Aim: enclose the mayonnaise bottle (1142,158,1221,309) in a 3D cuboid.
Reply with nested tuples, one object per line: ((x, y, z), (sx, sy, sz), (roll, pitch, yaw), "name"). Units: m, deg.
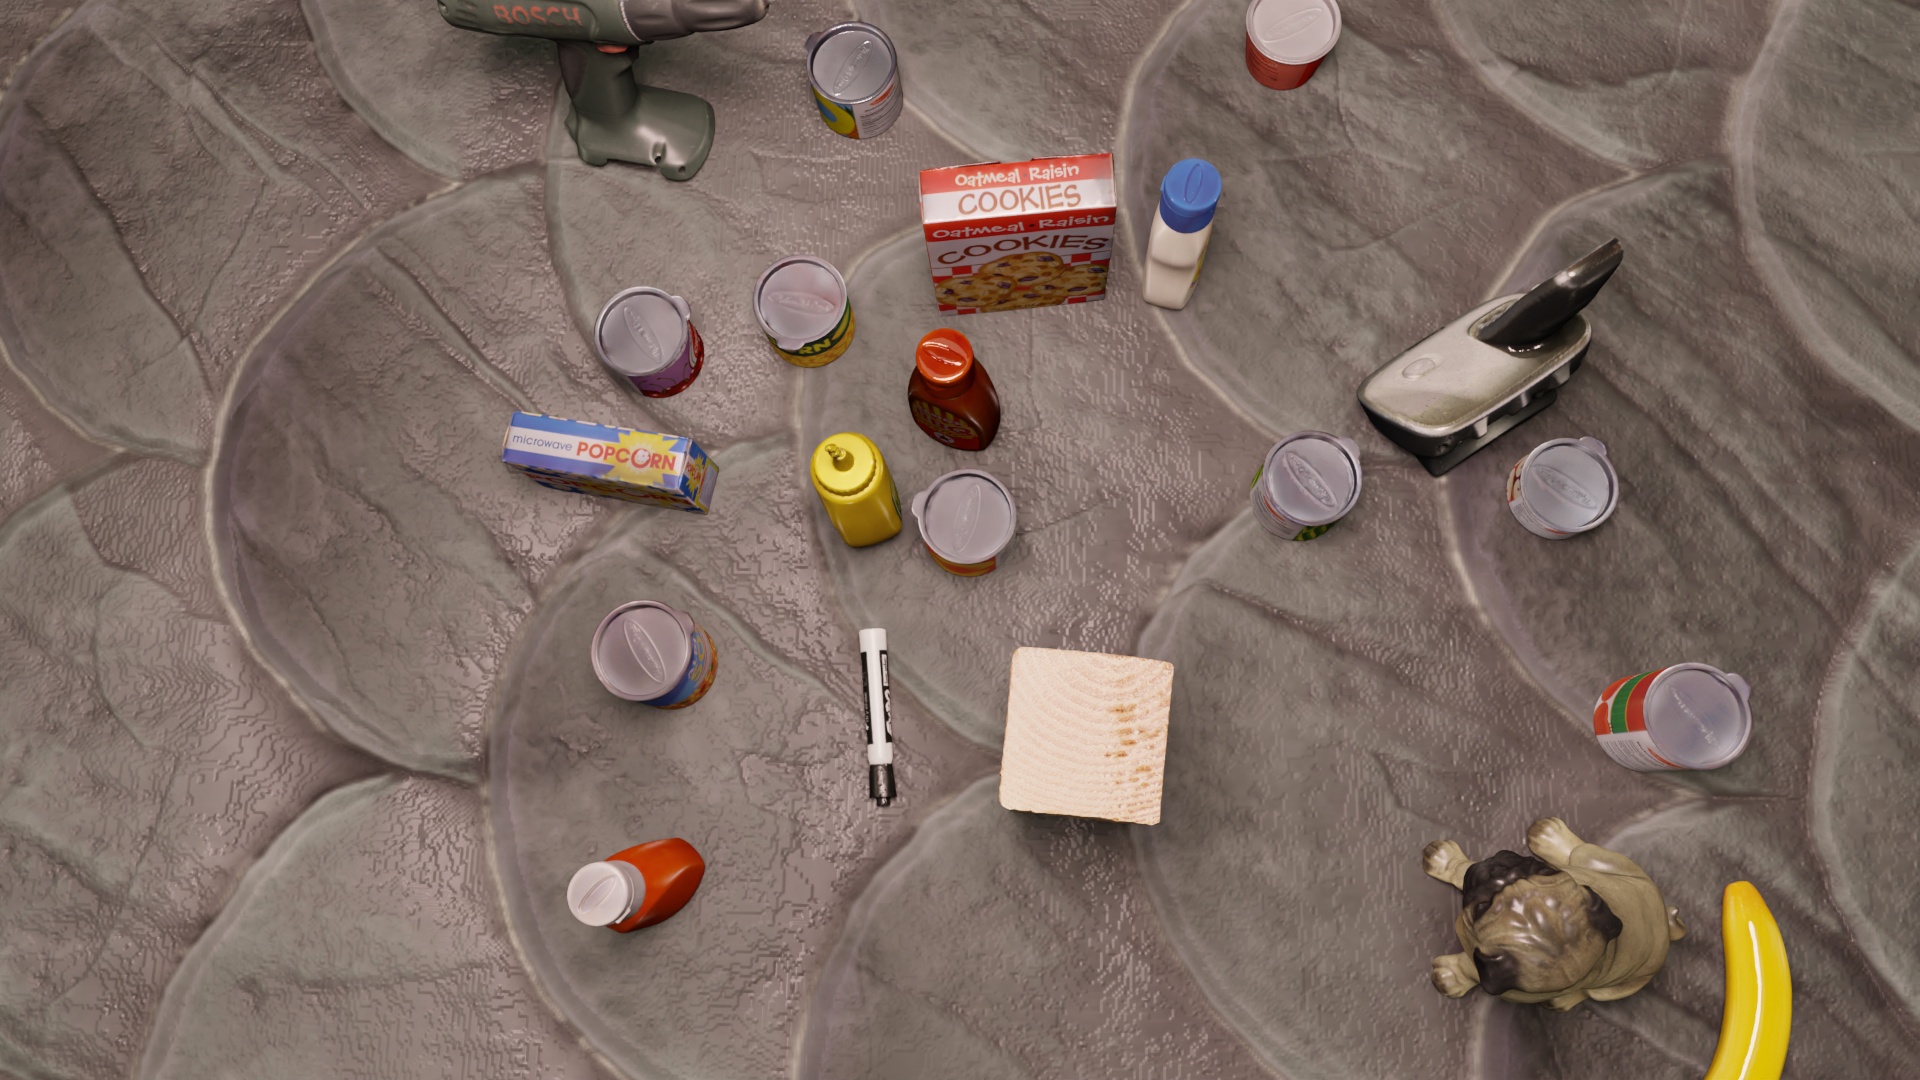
((0.151, -0.211, 0.948), (0.041, 0.148, 0.065), (16, 80, 6), "mayonnaise bottle")

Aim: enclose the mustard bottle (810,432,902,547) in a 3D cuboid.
((-0.070, -0.038, 0.917), (0.049, 0.160, 0.065), (-18, 79, -1), "mustard bottle")

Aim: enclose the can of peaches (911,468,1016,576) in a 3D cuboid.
((0.003, -0.012, 0.960), (0.071, 0.058, 0.071), (-1, 79, 3), "can of peaches")

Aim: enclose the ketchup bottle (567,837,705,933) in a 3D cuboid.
((-0.206, 0.219, 0.876), (0.043, 0.148, 0.065), (43, 84, 10), "ketchup bottle")

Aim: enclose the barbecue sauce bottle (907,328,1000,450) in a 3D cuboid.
((-0.006, -0.102, 0.933), (0.065, 0.148, 0.044), (23, 81, 7), "barbecue sauce bottle")

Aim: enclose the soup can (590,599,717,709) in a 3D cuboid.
((-0.202, 0.077, 0.938), (0.071, 0.083, 0.071), (-1, 79, 3), "soup can")

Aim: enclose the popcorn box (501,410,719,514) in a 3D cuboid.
((-0.241, -0.053, 0.966), (0.127, 0.085, 0.038), (9, 79, 5), "popcorn box")

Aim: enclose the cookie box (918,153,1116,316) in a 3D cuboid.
((0.039, -0.205, 0.942), (0.123, 0.167, 0.040), (-5, 79, 2), "cookie box")

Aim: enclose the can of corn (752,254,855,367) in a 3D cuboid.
((-0.112, -0.161, 0.996), (0.071, 0.058, 0.071), (-1, 79, 3), "can of corn")

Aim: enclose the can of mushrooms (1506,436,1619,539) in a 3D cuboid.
((0.416, -0.037, 0.958), (0.071, 0.033, 0.071), (-1, 78, 3), "can of mushrooms")

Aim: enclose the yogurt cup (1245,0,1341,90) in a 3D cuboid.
((0.242, -0.370, 1.025), (0.072, 0.054, 0.072), (-1, 79, 3), "yogurt cup")

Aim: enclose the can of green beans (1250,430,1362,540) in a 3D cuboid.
((0.236, -0.036, 0.954), (0.071, 0.057, 0.071), (-1, 79, 3), "can of green beans")

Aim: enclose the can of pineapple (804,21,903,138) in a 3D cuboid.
((-0.079, -0.342, 1.032), (0.071, 0.057, 0.071), (-1, 79, 3), "can of pineapple")

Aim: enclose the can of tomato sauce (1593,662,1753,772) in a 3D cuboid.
((0.460, 0.115, 0.900), (0.071, 0.083, 0.071), (-1, 79, 3), "can of tomato sauce")

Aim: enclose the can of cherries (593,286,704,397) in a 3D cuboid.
((-0.220, -0.142, 0.997), (0.071, 0.058, 0.071), (-1, 79, 3), "can of cherries")
